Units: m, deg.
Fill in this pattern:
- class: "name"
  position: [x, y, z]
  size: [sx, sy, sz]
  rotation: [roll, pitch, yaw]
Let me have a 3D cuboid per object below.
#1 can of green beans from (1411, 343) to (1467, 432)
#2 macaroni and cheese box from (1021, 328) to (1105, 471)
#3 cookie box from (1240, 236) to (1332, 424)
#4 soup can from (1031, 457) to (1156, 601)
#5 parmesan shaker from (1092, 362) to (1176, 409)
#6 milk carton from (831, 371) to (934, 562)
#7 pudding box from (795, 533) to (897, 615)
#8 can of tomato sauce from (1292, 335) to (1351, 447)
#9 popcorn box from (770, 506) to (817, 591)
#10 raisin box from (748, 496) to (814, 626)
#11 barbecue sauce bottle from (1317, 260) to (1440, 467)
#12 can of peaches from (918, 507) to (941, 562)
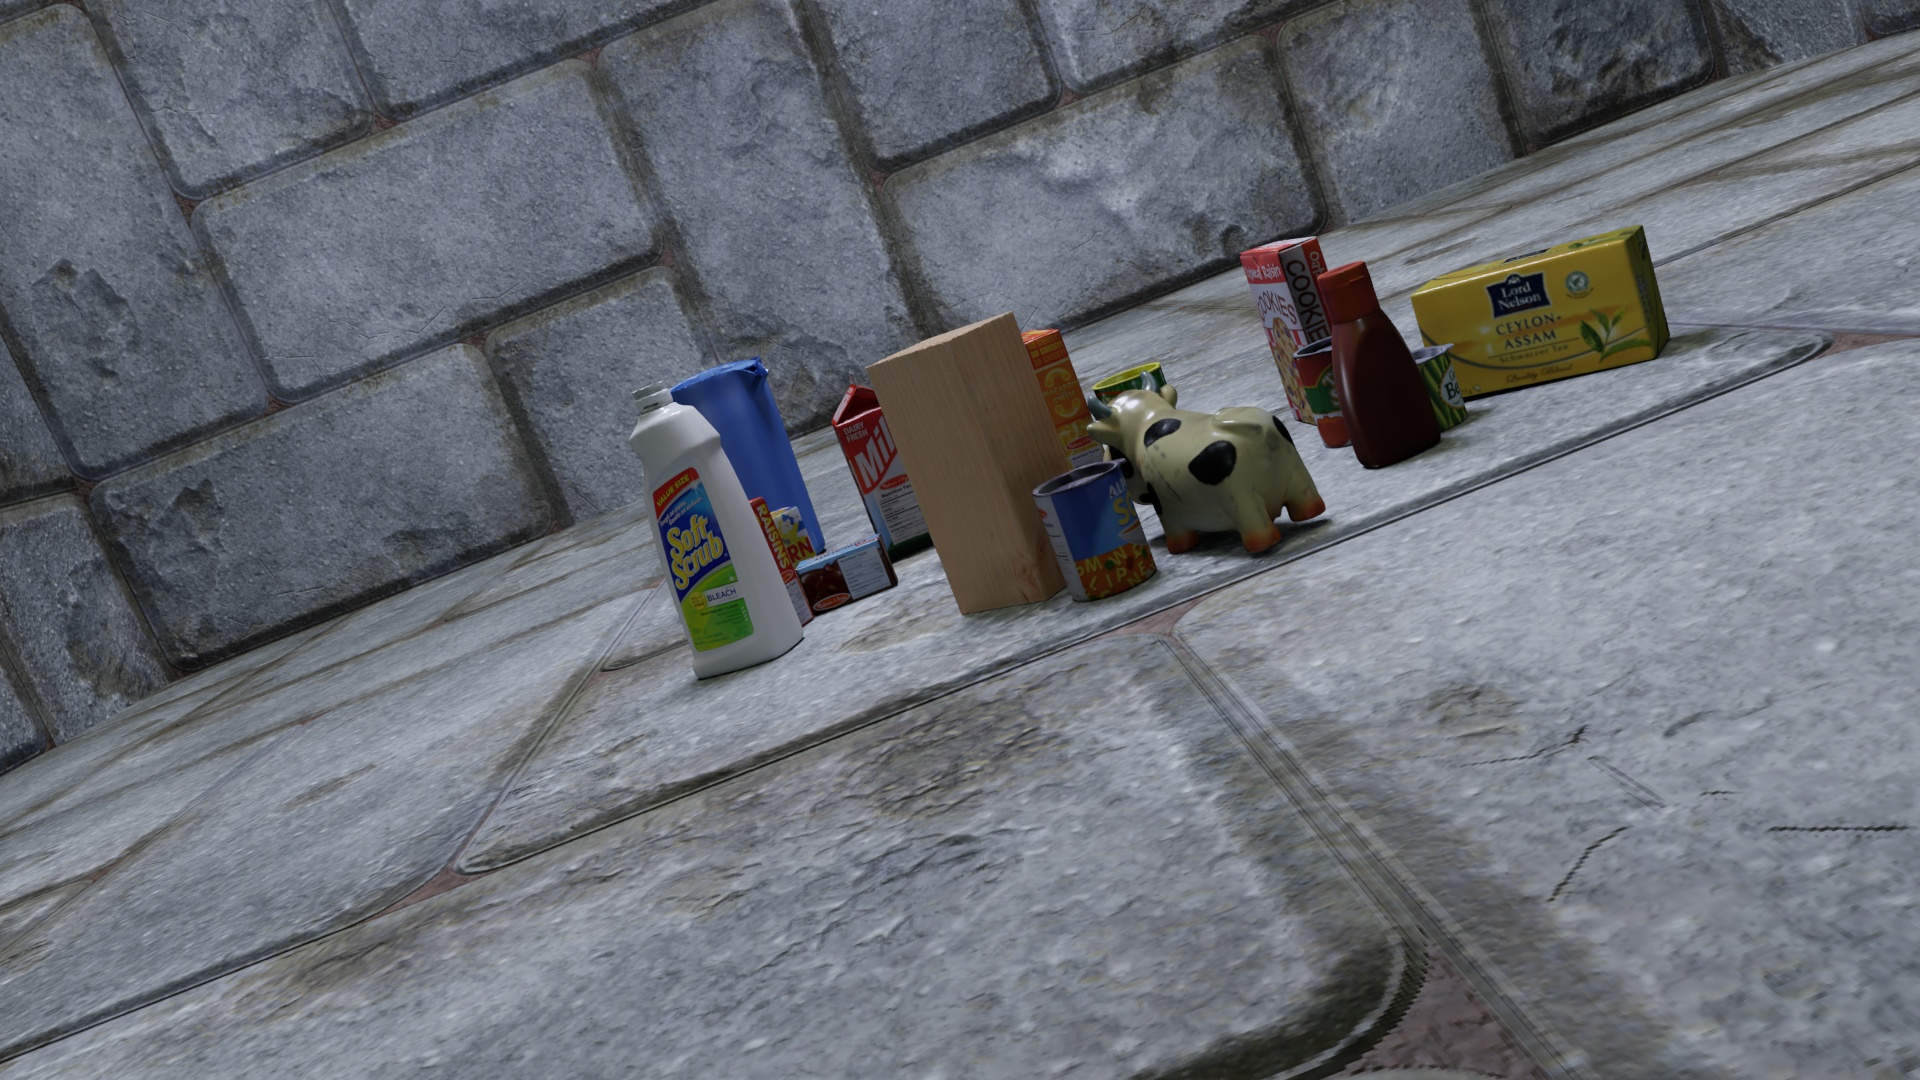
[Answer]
- class: "can of green beans"
  position: [0.359, -0.115, 1.095]
  size: [0.071, 0.057, 0.071]
  rotation: [-21, 10, 4]
- class: "macaroni and cheese box"
  position: [0.095, -0.119, 1.330]
  size: [0.040, 0.166, 0.124]
  rotation: [-22, 10, -4]
- class: "cookie box"
  position: [0.309, -0.186, 1.247]
  size: [0.040, 0.167, 0.123]
  rotation: [-21, 10, 0]
- class: "soup can"
  position: [0.099, -0.008, 0.994]
  size: [0.071, 0.083, 0.071]
  rotation: [-21, 10, 4]
- class: "parmesan shaker"
  position: [0.172, -0.105, 1.283]
  size: [0.071, 0.103, 0.071]
  rotation: [-21, 10, 4]
- class: "milk carton"
  position: [-0.077, -0.082, 1.410]
  size: [0.073, 0.190, 0.072]
  rotation: [-22, 10, -6]
- class: "pudding box"
  position: [-0.105, 0.031, 1.286]
  size: [0.084, 0.049, 0.030]
  rotation: [-21, 10, 3]
- class: "can of tomato sauce"
  position: [0.322, -0.126, 1.154]
  size: [0.071, 0.083, 0.071]
  rotation: [-21, 10, 4]
- class: "popcorn box"
  position: [-0.206, 0.028, 1.398]
  size: [0.127, 0.085, 0.038]
  rotation: [-29, 13, -38]
- class: "raisin box"
  position: [-0.197, 0.030, 1.268]
  size: [0.086, 0.123, 0.040]
  rotation: [-14, 13, 35]
- class: "barbecue sauce bottle"
  position: [0.307, -0.133, 1.037]
  size: [0.065, 0.148, 0.044]
  rotation: [-23, 10, -9]
- class: "can of peaches"
  position: [0.005, -0.016, 1.286]
  size: [0.071, 0.058, 0.071]
  rotation: [-21, 10, 4]
